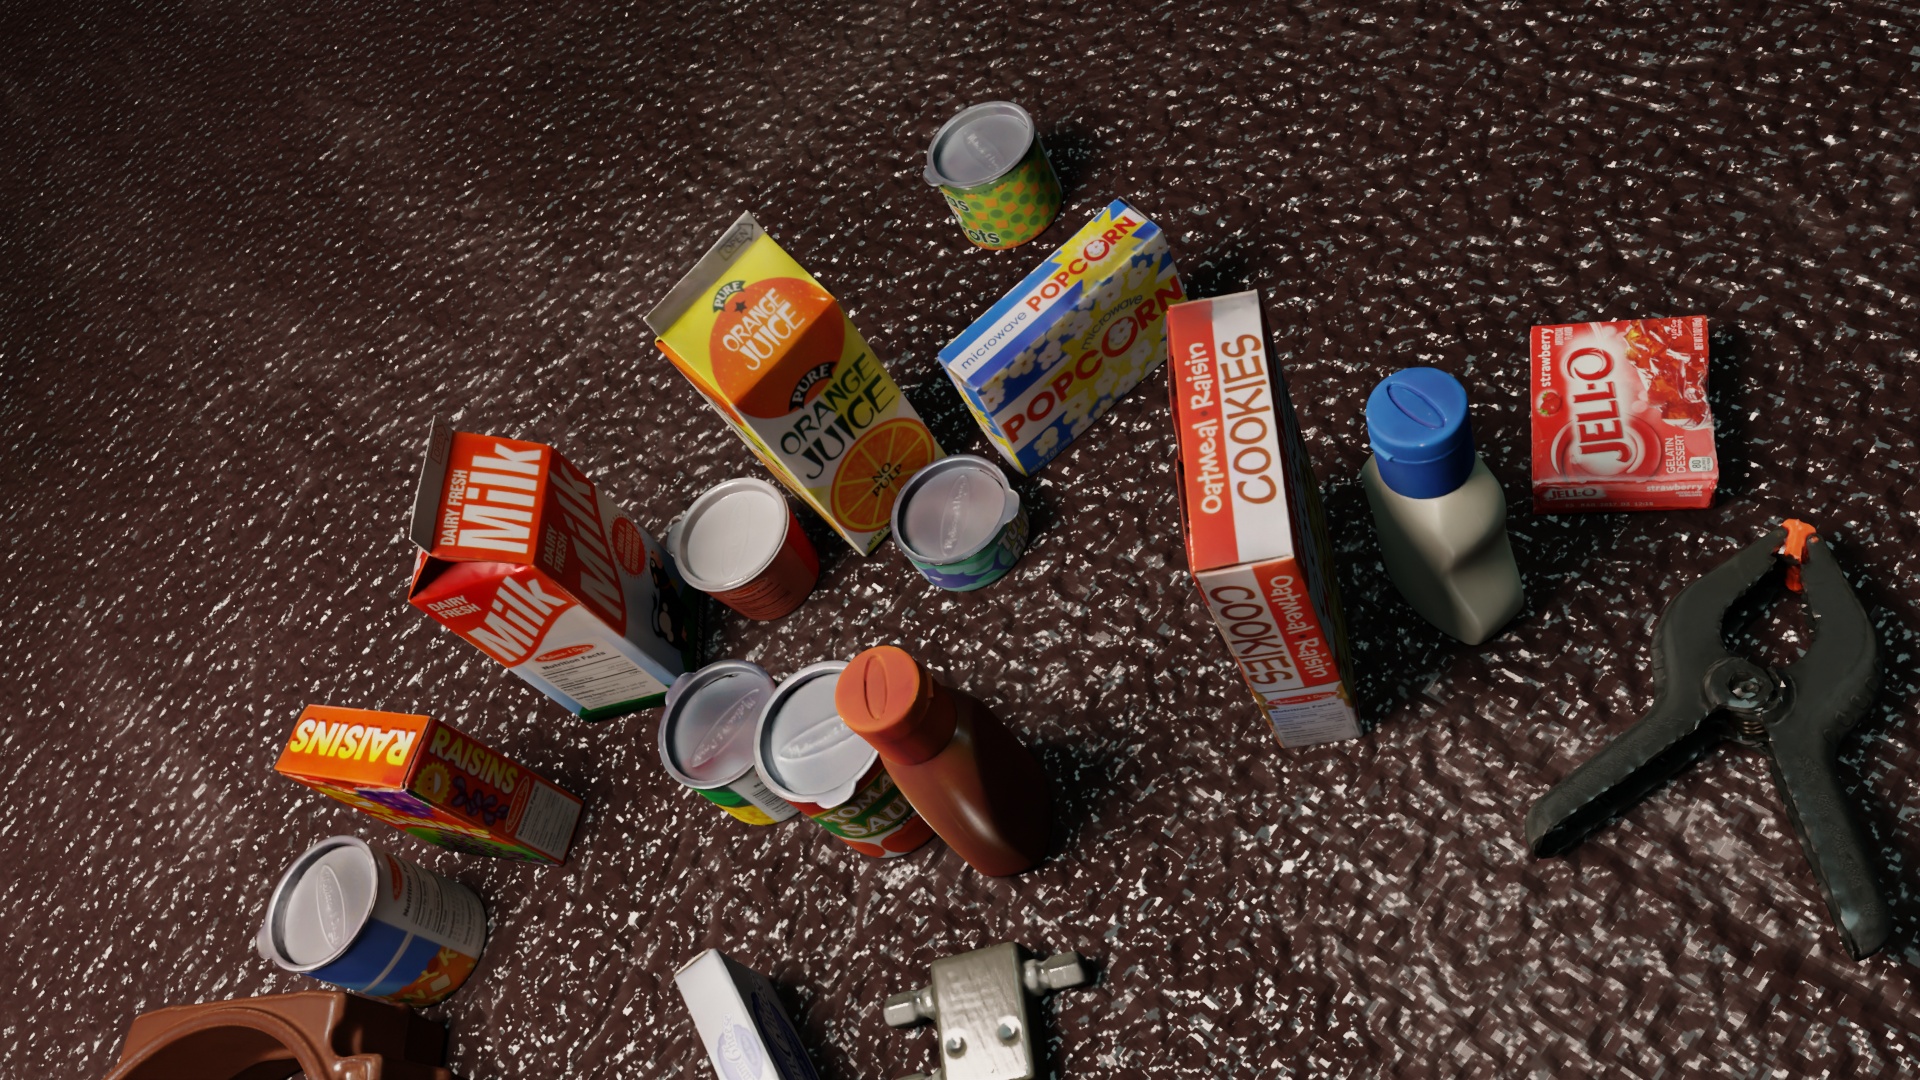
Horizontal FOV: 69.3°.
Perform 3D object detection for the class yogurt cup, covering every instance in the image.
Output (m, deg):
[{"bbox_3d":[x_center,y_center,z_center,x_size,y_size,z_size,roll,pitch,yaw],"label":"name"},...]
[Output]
[{"bbox_3d":[-0.112,0.008,0.748,0.072,0.053,0.073,-12,56,18],"label":"yogurt cup"}]

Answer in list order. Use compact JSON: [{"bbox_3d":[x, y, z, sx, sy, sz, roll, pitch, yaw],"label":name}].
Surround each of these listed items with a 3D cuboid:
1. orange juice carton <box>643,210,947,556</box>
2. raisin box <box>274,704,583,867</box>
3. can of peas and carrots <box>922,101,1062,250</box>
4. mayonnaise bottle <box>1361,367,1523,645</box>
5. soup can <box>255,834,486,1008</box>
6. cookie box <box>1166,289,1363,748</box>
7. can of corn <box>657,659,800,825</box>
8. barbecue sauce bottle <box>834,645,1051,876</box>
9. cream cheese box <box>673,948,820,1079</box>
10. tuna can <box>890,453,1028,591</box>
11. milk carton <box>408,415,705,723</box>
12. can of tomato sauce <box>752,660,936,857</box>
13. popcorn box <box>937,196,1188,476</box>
[{"bbox_3d":[-0.084,-0.078,0.702,0.072,0.192,0.073,-47,53,-8],"label":"orange juice carton"},{"bbox_3d":[-0.264,0.125,0.701,0.086,0.123,0.040,2,62,26],"label":"raisin box"},{"bbox_3d":[0.019,-0.214,0.823,0.071,0.058,0.071,-12,56,18],"label":"can of peas and carrots"},{"bbox_3d":[0.193,-0.013,0.562,0.041,0.147,0.065,-39,52,-1],"label":"mayonnaise bottle"},{"bbox_3d":[-0.293,0.194,0.697,0.071,0.083,0.071,-12,56,18],"label":"soup can"},{"bbox_3d":[0.126,-0.003,0.575,0.040,0.167,0.123,-12,56,18],"label":"cookie box"},{"bbox_3d":[-0.107,0.099,0.686,0.071,0.058,0.071,-12,56,18],"label":"can of corn"},{"bbox_3d":[-0.005,0.091,0.588,0.043,0.148,0.065,-16,55,15],"label":"barbecue sauce bottle"},{"bbox_3d":[-0.083,0.229,0.598,0.024,0.053,0.104,-38,52,-1],"label":"cream cheese box"},{"bbox_3d":[0.003,-0.009,0.720,0.071,0.032,0.071,-12,56,18],"label":"tuna can"},{"bbox_3d":[-0.208,0.017,0.701,0.073,0.190,0.072,-15,56,16],"label":"milk carton"},{"bbox_3d":[-0.046,0.104,0.640,0.071,0.083,0.071,-12,56,18],"label":"can of tomato sauce"},{"bbox_3d":[0.058,-0.103,0.720,0.127,0.085,0.038,-41,52,-4],"label":"popcorn box"}]
